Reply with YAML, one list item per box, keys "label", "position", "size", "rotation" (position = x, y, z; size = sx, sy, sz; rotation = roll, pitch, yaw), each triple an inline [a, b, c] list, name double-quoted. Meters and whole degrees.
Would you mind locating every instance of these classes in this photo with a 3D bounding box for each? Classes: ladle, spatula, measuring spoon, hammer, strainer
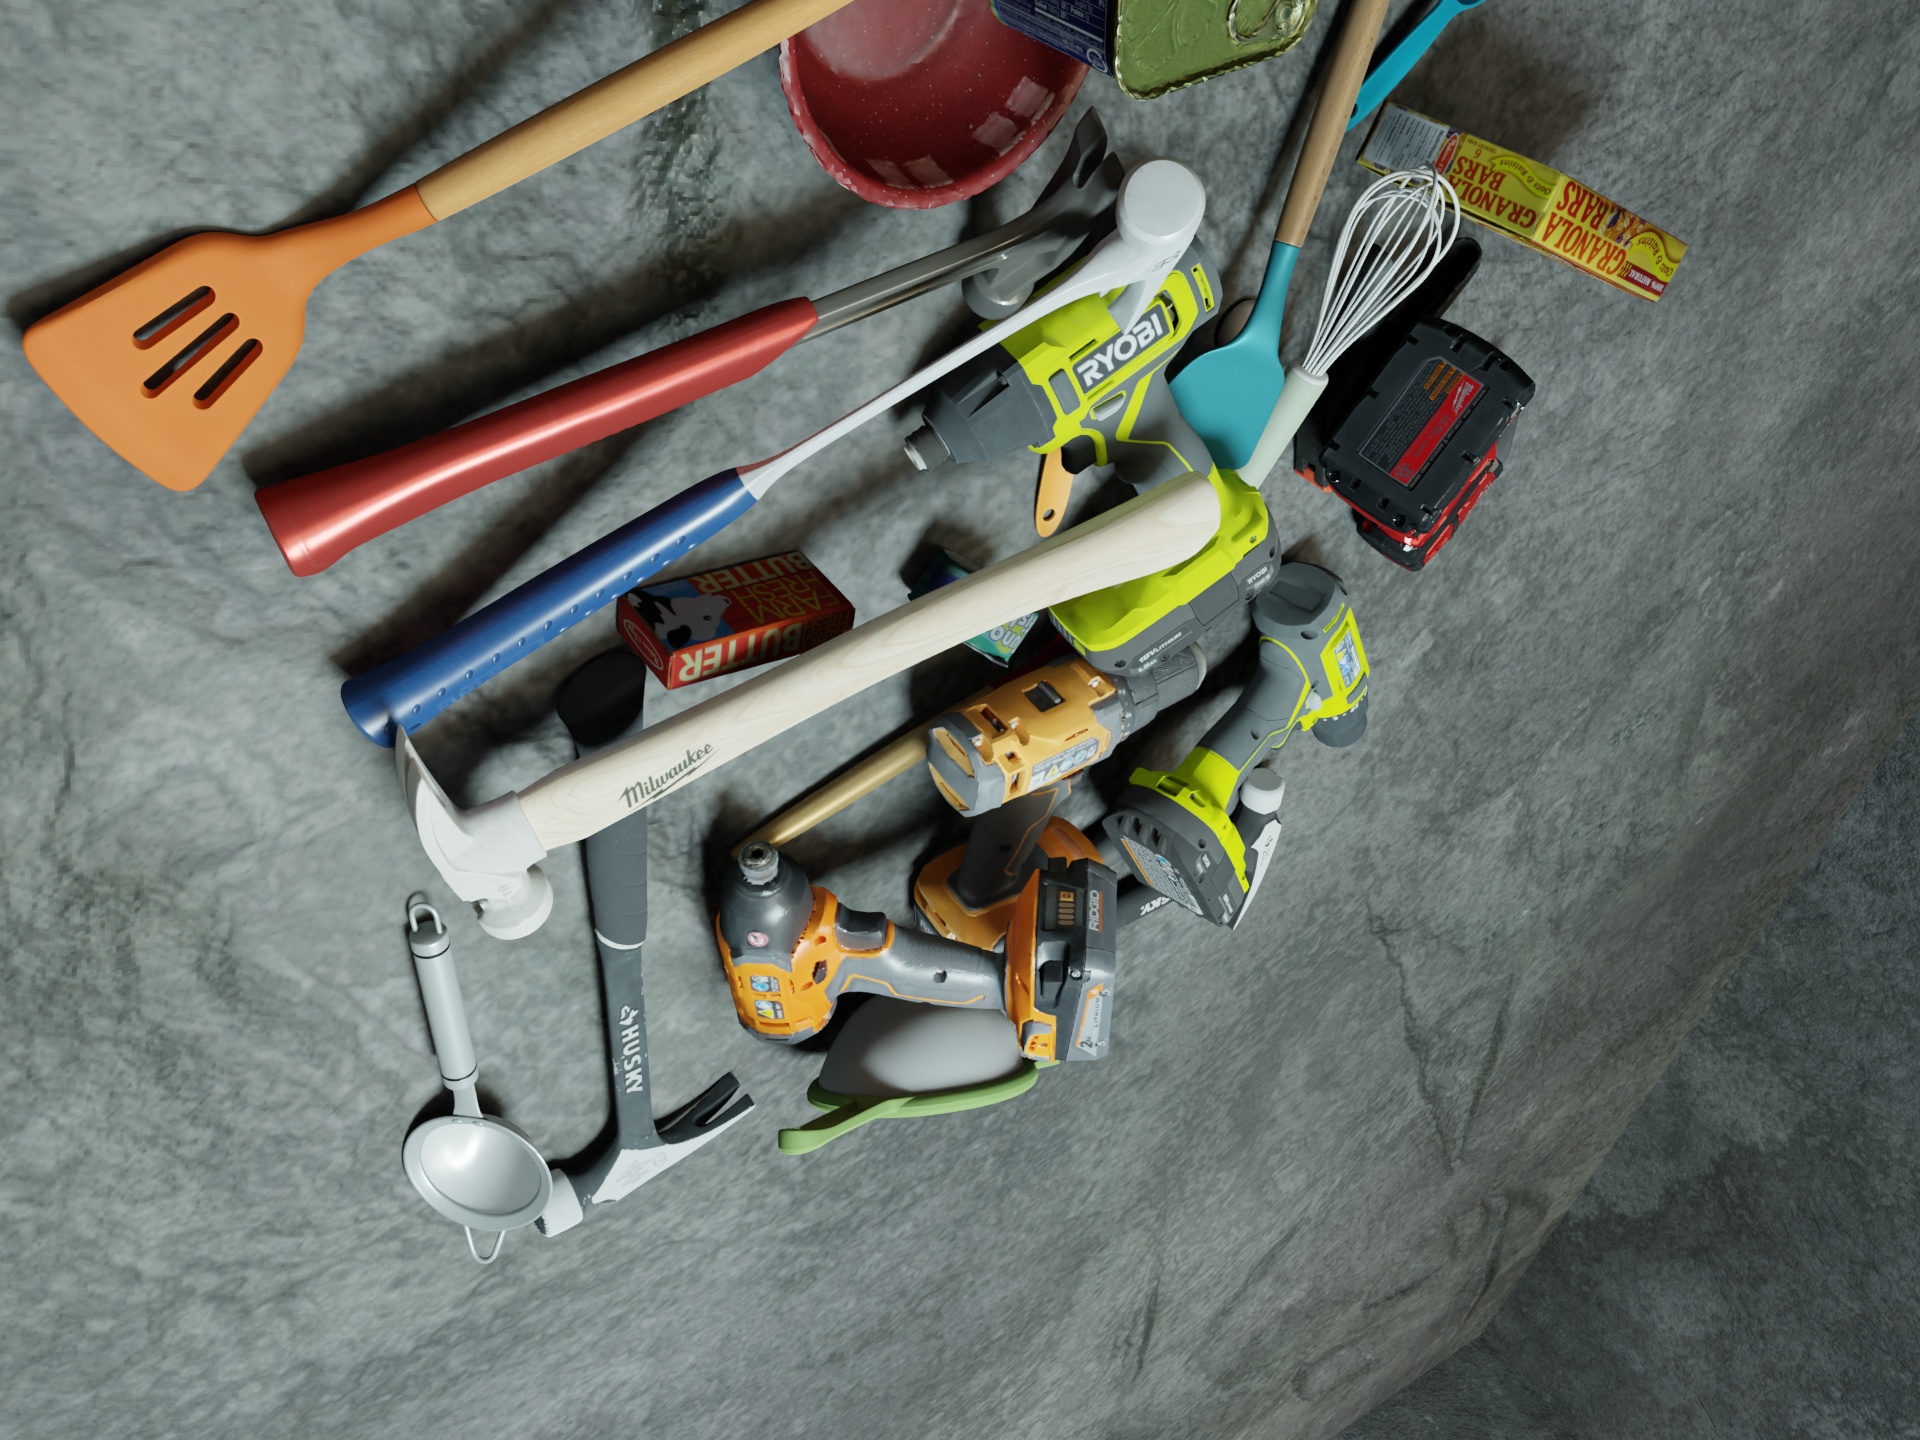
- label: "ladle"
  position: [-0.002, -0.003, 0.946]
  size: [0.315, 0.031, 0.069]
  rotation: [-33, 141, -15]
- label: "spatula"
  position: [0.177, -0.283, 0.848]
  size: [0.082, 0.044, 0.317]
  rotation: [10, 112, -20]
- label: "measuring spoon"
  position: [0.240, -0.369, 0.849]
  size: [0.128, 0.021, 0.042]
  rotation: [-47, 146, 17]
- label: "hammer"
  position: [-0.081, -0.106, 0.683]
  size: [0.405, 0.035, 0.144]
  rotation: [-31, -179, 2]
- label: "hammer"
  position: [0.107, 0.152, 1.191]
  size: [0.335, 0.035, 0.146]
  rotation: [-23, 137, -28]
- label: "strainer"
  position: [-0.266, 0.193, 0.857]
  size: [0.087, 0.050, 0.258]
  rotation: [6, 126, 5]
- label: "hammer"
  position: [-0.056, -0.030, 0.750]
  size: [0.410, 0.038, 0.146]
  rotation: [-26, 150, -13]
- label: "hammer"
  position: [-0.104, -0.148, 0.646]
  size: [0.359, 0.037, 0.149]
  rotation: [-26, 180, -17]
- label: "measuring spoon"
  position: [0.053, -0.150, 0.875]
  size: [0.021, 0.011, 0.116]
  rotation: [-17, 139, -24]
- label: "hammer"
  position: [-0.183, 0.131, 0.885]
  size: [0.149, 0.036, 0.408]
  rotation: [-22, 137, -31]
- label: "strainer"
  position: [-0.047, 0.208, 0.988]
  size: [0.256, 0.151, 0.069]
  rotation: [1, 84, -68]
- label: "spatula"
  position: [-0.164, -0.188, 0.559]
  size: [0.322, 0.041, 0.080]
  rotation: [-28, 142, 1]
- label: "measuring spoon"
  position: [0.182, -0.202, 0.943]
  size: [0.034, 0.018, 0.124]
  rotation: [-45, 145, -2]

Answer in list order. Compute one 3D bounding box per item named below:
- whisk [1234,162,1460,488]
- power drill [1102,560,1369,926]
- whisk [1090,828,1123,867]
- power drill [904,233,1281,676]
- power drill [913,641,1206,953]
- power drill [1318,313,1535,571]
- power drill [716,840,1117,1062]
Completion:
- label: "whisk"
  position: [0.203, -0.207, 0.909]
  size: [0.057, 0.059, 0.246]
  rotation: [18, 133, -13]
- label: "power drill"
  position: [0.209, 0.025, 1.115]
  size: [0.228, 0.080, 0.190]
  rotation: [-52, 144, -13]
- label: "whisk"
  position: [0.073, 0.112, 1.114]
  size: [0.239, 0.055, 0.055]
  rotation: [-33, 142, -25]
- label: "power drill"
  position: [0.076, -0.132, 0.841]
  size: [0.171, 0.080, 0.223]
  rotation: [-36, 137, -3]
- label: "power drill"
  position: [0.060, 0.047, 0.987]
  size: [0.185, 0.084, 0.226]
  rotation: [-25, 145, -27]
- label: "power drill"
  position: [0.304, -0.173, 1.006]
  size: [0.143, 0.079, 0.219]
  rotation: [-54, 163, 11]
- label: "power drill"
  position: [-0.026, 0.126, 0.904]
  size: [0.226, 0.084, 0.164]
  rotation: [2, 141, 4]
